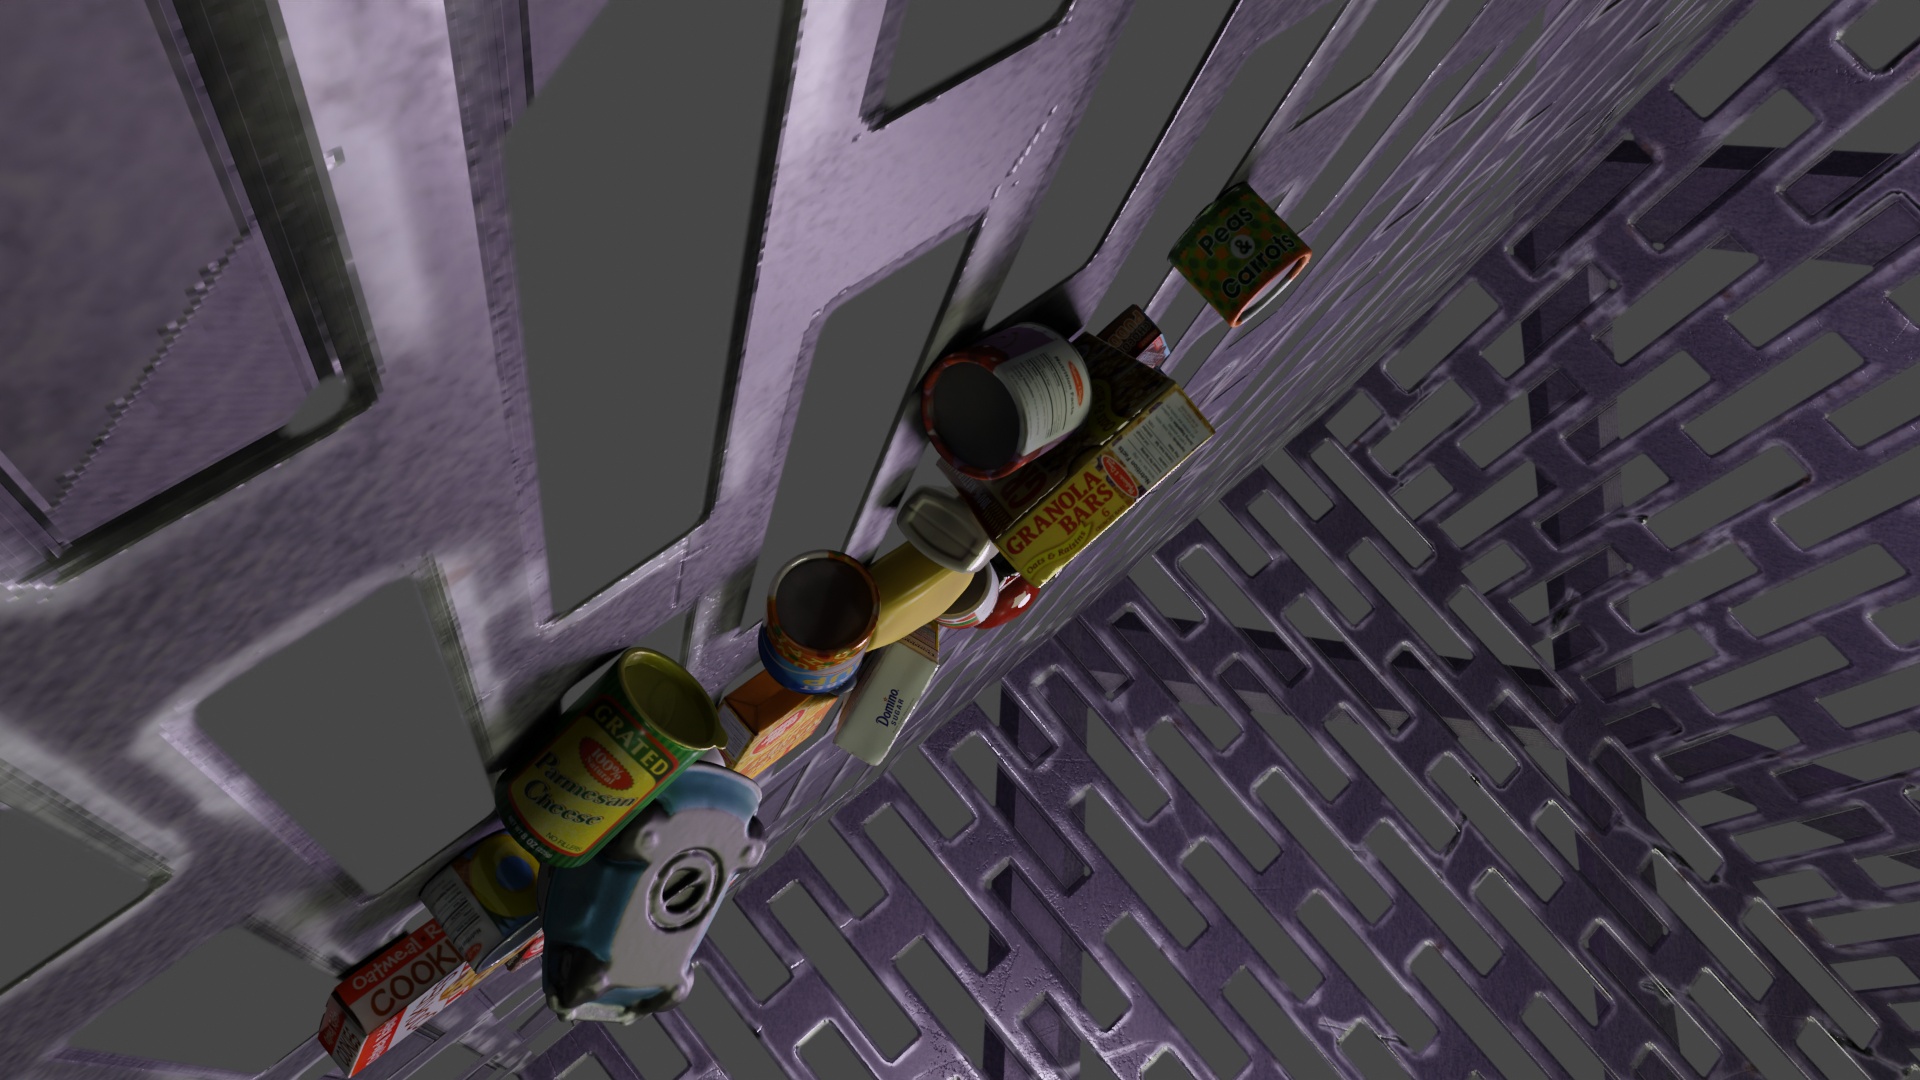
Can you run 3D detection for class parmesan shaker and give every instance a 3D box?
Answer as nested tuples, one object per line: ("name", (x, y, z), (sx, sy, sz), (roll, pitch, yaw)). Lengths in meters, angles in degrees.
("parmesan shaker", (-0.181, 0.115, 0.718), (0.103, 0.071, 0.071), (-43, 171, 15))

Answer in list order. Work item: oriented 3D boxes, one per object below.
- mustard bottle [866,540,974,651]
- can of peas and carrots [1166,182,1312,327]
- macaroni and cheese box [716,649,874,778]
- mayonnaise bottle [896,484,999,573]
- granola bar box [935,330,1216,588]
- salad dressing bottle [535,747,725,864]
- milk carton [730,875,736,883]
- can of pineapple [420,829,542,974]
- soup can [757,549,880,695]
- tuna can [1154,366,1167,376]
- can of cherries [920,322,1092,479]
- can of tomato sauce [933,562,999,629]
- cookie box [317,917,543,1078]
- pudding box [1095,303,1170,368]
("mustard bottle", (-0.053, 0.042, 0.977), (0.161, 0.049, 0.065), (-30, 152, -46))
("can of peas and carrots", (0.168, -0.172, 0.837), (0.071, 0.059, 0.071), (-40, 171, -7))
("macaroni and cheese box", (-0.147, 0.137, 1.080), (0.124, 0.040, 0.165), (-35, 169, -37))
("mayonnaise bottle", (0.003, -0.012, 0.927), (0.041, 0.065, 0.148), (-55, 173, 10))
("granola bar box", (0.057, -0.052, 0.776), (0.124, 0.039, 0.166), (-41, -160, 3))
("salad dressing bottle", (-0.231, 0.183, 0.942), (0.148, 0.044, 0.064), (-35, 165, -27))
("milk carton", (-0.223, 0.254, 1.056), (0.073, 0.073, 0.189), (-33, 169, -35))
("can of pineapple", (-0.281, 0.217, 0.843), (0.071, 0.058, 0.071), (-40, 171, -7))
("soup can", (-0.083, 0.051, 0.825), (0.071, 0.071, 0.083), (-37, 170, -22))
("tuna can", (0.132, -0.110, 1.074), (0.071, 0.033, 0.071), (-40, 171, -7))
("can of cherries", (0.021, -0.069, 0.696), (0.059, 0.071, 0.071), (-32, 167, -45))
("can of tomato sauce", (-0.007, 0.034, 1.091), (0.071, 0.071, 0.083), (-41, 171, -2))
("cookie box", (-0.348, 0.282, 0.946), (0.168, 0.040, 0.122), (-35, 169, -40))
("pudding box", (0.109, -0.124, 0.916), (0.049, 0.030, 0.084), (-43, 171, 7))
